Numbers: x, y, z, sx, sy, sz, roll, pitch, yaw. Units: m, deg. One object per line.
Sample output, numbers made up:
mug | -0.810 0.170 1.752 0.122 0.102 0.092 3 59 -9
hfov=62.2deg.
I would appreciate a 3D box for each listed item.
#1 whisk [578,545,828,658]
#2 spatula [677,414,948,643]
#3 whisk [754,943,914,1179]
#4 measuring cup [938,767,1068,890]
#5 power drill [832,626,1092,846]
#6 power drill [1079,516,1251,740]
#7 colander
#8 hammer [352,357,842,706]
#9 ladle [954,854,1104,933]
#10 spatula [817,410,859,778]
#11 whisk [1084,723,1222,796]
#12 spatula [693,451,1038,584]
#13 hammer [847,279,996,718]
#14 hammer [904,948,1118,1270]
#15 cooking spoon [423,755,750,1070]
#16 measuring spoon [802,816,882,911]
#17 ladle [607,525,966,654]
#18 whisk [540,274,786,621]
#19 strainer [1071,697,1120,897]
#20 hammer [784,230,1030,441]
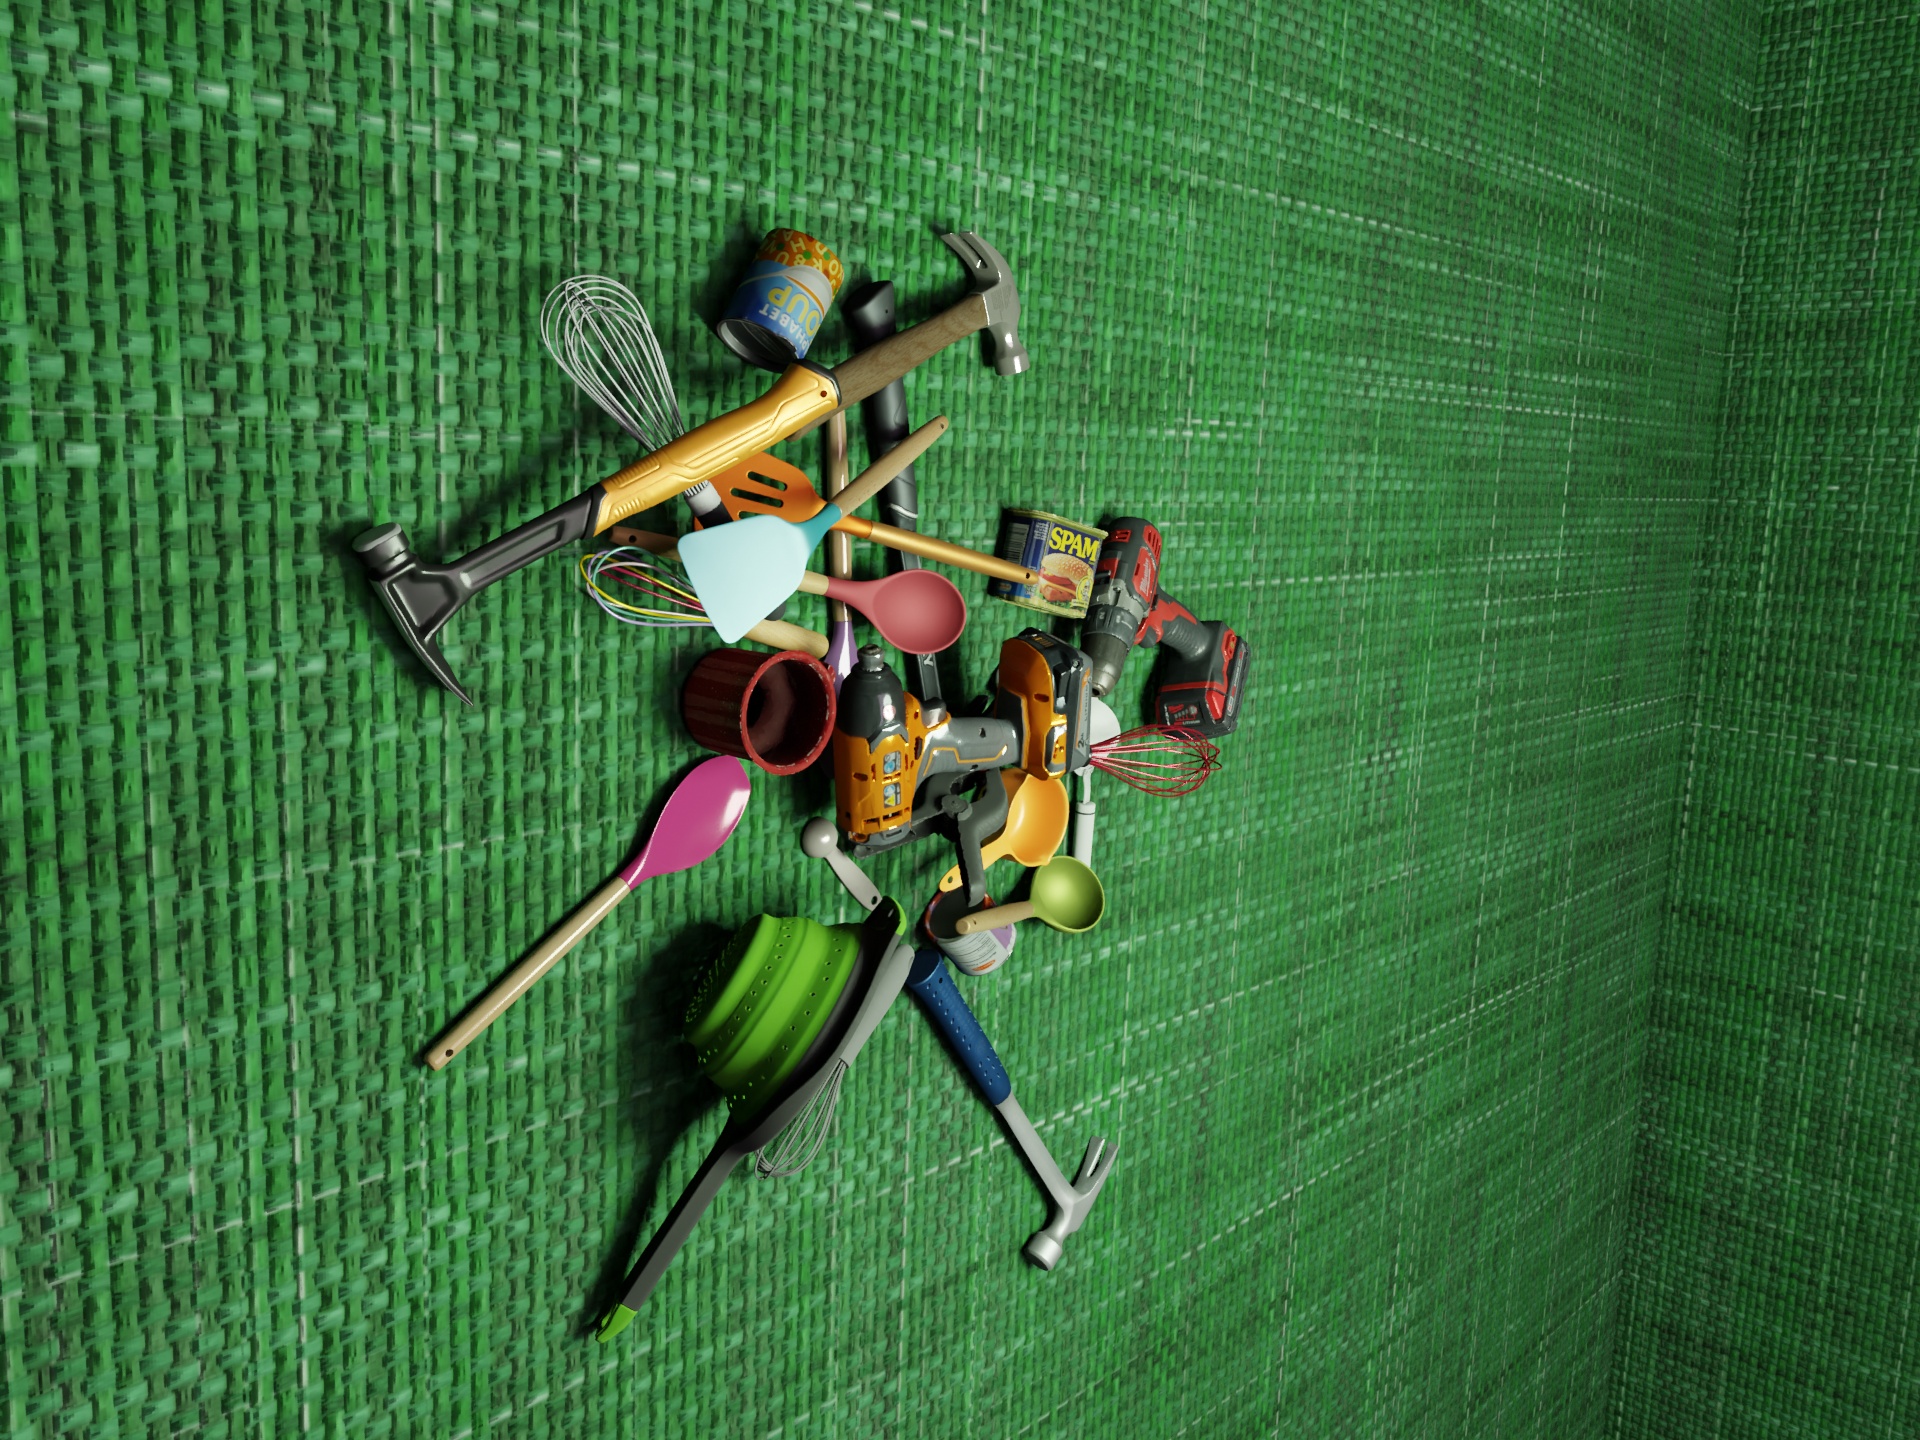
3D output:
whisk | -0.185 -0.083 1.181 0.244 0.047 0.051 16 96 -52
spatula | -0.092 -0.166 1.196 0.317 0.044 0.082 -48 121 -48
whisk | -0.104 0.284 1.343 0.239 0.055 0.055 -56 133 -30
measuring cup | 0.025 0.105 1.441 0.173 0.052 0.095 -32 120 -37
power drill | -0.002 -0.004 1.291 0.226 0.084 0.164 -18 121 -31
power drill | 0.189 -0.064 1.546 0.226 0.080 0.188 43 53 -40
colander | -0.191 0.283 1.207 0.094 0.204 0.397 34 87 -11
hammer | -0.221 -0.143 1.060 0.337 0.034 0.127 -33 123 -18
ladle | 0.061 0.163 1.406 0.078 0.062 0.320 61 15 11
spatula | -0.098 -0.106 1.286 0.059 0.018 0.316 -9 105 -33
whisk | 0.129 0.033 1.471 0.295 0.073 0.073 5 95 -36
spatula | -0.062 -0.148 1.269 0.322 0.041 0.081 12 91 -41
hammer | -0.041 -0.156 1.327 0.149 0.036 0.408 -26 116 -43
hammer | 0.046 0.361 1.527 0.144 0.035 0.405 -50 130 -29
cooking spoon | -0.264 0.135 1.154 0.319 0.017 0.068 -46 130 -32
measuring spoon | -0.093 0.126 1.339 0.034 0.018 0.124 -57 134 -23
ladle | -0.126 -0.107 1.219 0.315 0.031 0.069 11 95 -38
whisk | -0.199 -0.181 1.113 0.070 0.070 0.284 -49 125 -29
strainer | 0.125 0.078 1.555 0.087 0.050 0.258 -19 116 -60
hammer | -0.043 -0.292 1.246 0.331 0.031 0.130 -42 126 -47
